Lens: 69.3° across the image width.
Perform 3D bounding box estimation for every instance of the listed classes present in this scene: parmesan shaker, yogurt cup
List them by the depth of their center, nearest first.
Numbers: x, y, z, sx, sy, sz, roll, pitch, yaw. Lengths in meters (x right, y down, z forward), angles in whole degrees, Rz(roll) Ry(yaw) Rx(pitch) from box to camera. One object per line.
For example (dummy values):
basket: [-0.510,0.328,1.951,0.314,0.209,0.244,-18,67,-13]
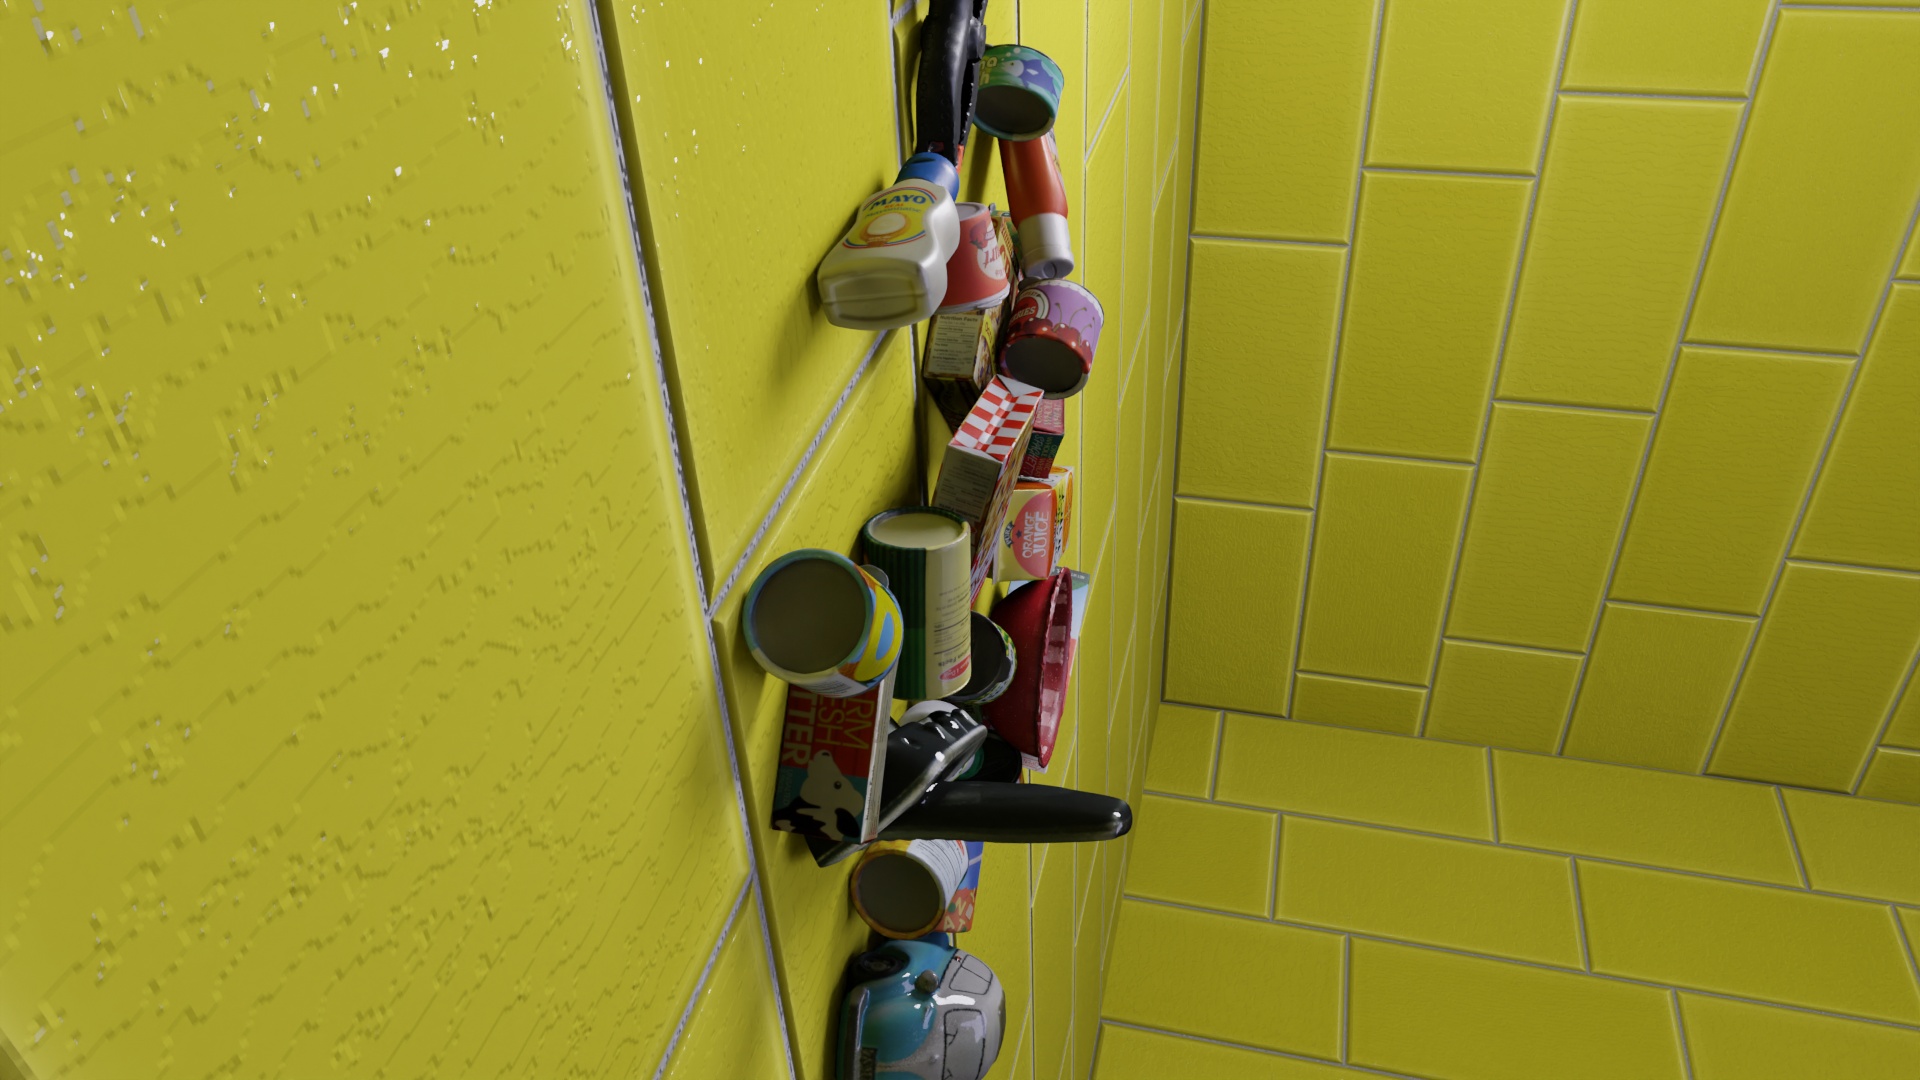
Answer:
yogurt cup: [-0.007,-0.173,0.846,0.073,0.072,0.053,-62,147,-59]
parmesan shaker: [-0.025,0.037,0.854,0.071,0.071,0.102,-59,152,-62]

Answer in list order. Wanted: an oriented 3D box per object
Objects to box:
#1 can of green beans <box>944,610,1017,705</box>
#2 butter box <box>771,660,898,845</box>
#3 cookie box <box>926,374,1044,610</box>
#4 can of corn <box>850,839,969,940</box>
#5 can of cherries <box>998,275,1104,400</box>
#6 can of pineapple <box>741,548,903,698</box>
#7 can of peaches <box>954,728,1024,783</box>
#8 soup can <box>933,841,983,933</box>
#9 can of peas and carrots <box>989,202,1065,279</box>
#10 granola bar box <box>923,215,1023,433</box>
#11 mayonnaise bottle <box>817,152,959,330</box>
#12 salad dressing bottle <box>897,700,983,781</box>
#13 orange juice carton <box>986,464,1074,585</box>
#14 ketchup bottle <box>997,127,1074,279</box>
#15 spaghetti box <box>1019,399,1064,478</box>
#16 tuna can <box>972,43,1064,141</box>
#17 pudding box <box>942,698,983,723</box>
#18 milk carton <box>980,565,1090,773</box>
can of green beans: [0.006,0.087,1.019,0.058,0.071,0.071,43,54,-75]
butter box: [-0.066,0.105,0.738,0.024,0.053,0.103,22,74,-74]
cookie box: [0.003,-0.012,0.932,0.123,0.040,0.166,-61,169,-59]
can of corn: [-0.035,0.221,0.913,0.058,0.071,0.071,-45,139,-69]
can of cherries: [0.062,-0.143,0.982,0.071,0.071,0.059,80,22,-52]
can of pineapple: [-0.066,0.039,0.676,0.058,0.071,0.071,50,48,-73]
can of peaches: [0.019,0.195,1.139,0.057,0.071,0.071,81,20,-50]
soup can: [-0.020,0.229,0.982,0.071,0.071,0.084,38,60,-76]
can of peas and carrots: [0.051,-0.226,1.083,0.071,0.059,0.071,5,92,-78]
granola bar box: [0.017,-0.144,1.015,0.165,0.039,0.124,56,42,-71]
mayonnaise bottle: [-0.031,-0.165,0.750,0.149,0.065,0.041,-75,157,-51]
salad dressing bottle: [-0.013,0.153,1.020,0.147,0.044,0.064,49,58,-74]
orange juice carton: [0.043,-0.017,1.102,0.193,0.073,0.071,-41,136,-76]
ketchup bottle: [0.054,-0.263,1.019,0.064,0.043,0.149,55,26,-71]
spaghetti box: [0.066,-0.150,1.139,0.251,0.029,0.049,-85,-170,-45]
tuna can: [0.035,-0.310,0.960,0.071,0.071,0.033,66,34,-67]
pudding box: [0.004,0.104,1.103,0.083,0.030,0.050,80,20,-53]
milk carton: [0.060,0.115,1.236,0.073,0.072,0.191,102,4,-52]
